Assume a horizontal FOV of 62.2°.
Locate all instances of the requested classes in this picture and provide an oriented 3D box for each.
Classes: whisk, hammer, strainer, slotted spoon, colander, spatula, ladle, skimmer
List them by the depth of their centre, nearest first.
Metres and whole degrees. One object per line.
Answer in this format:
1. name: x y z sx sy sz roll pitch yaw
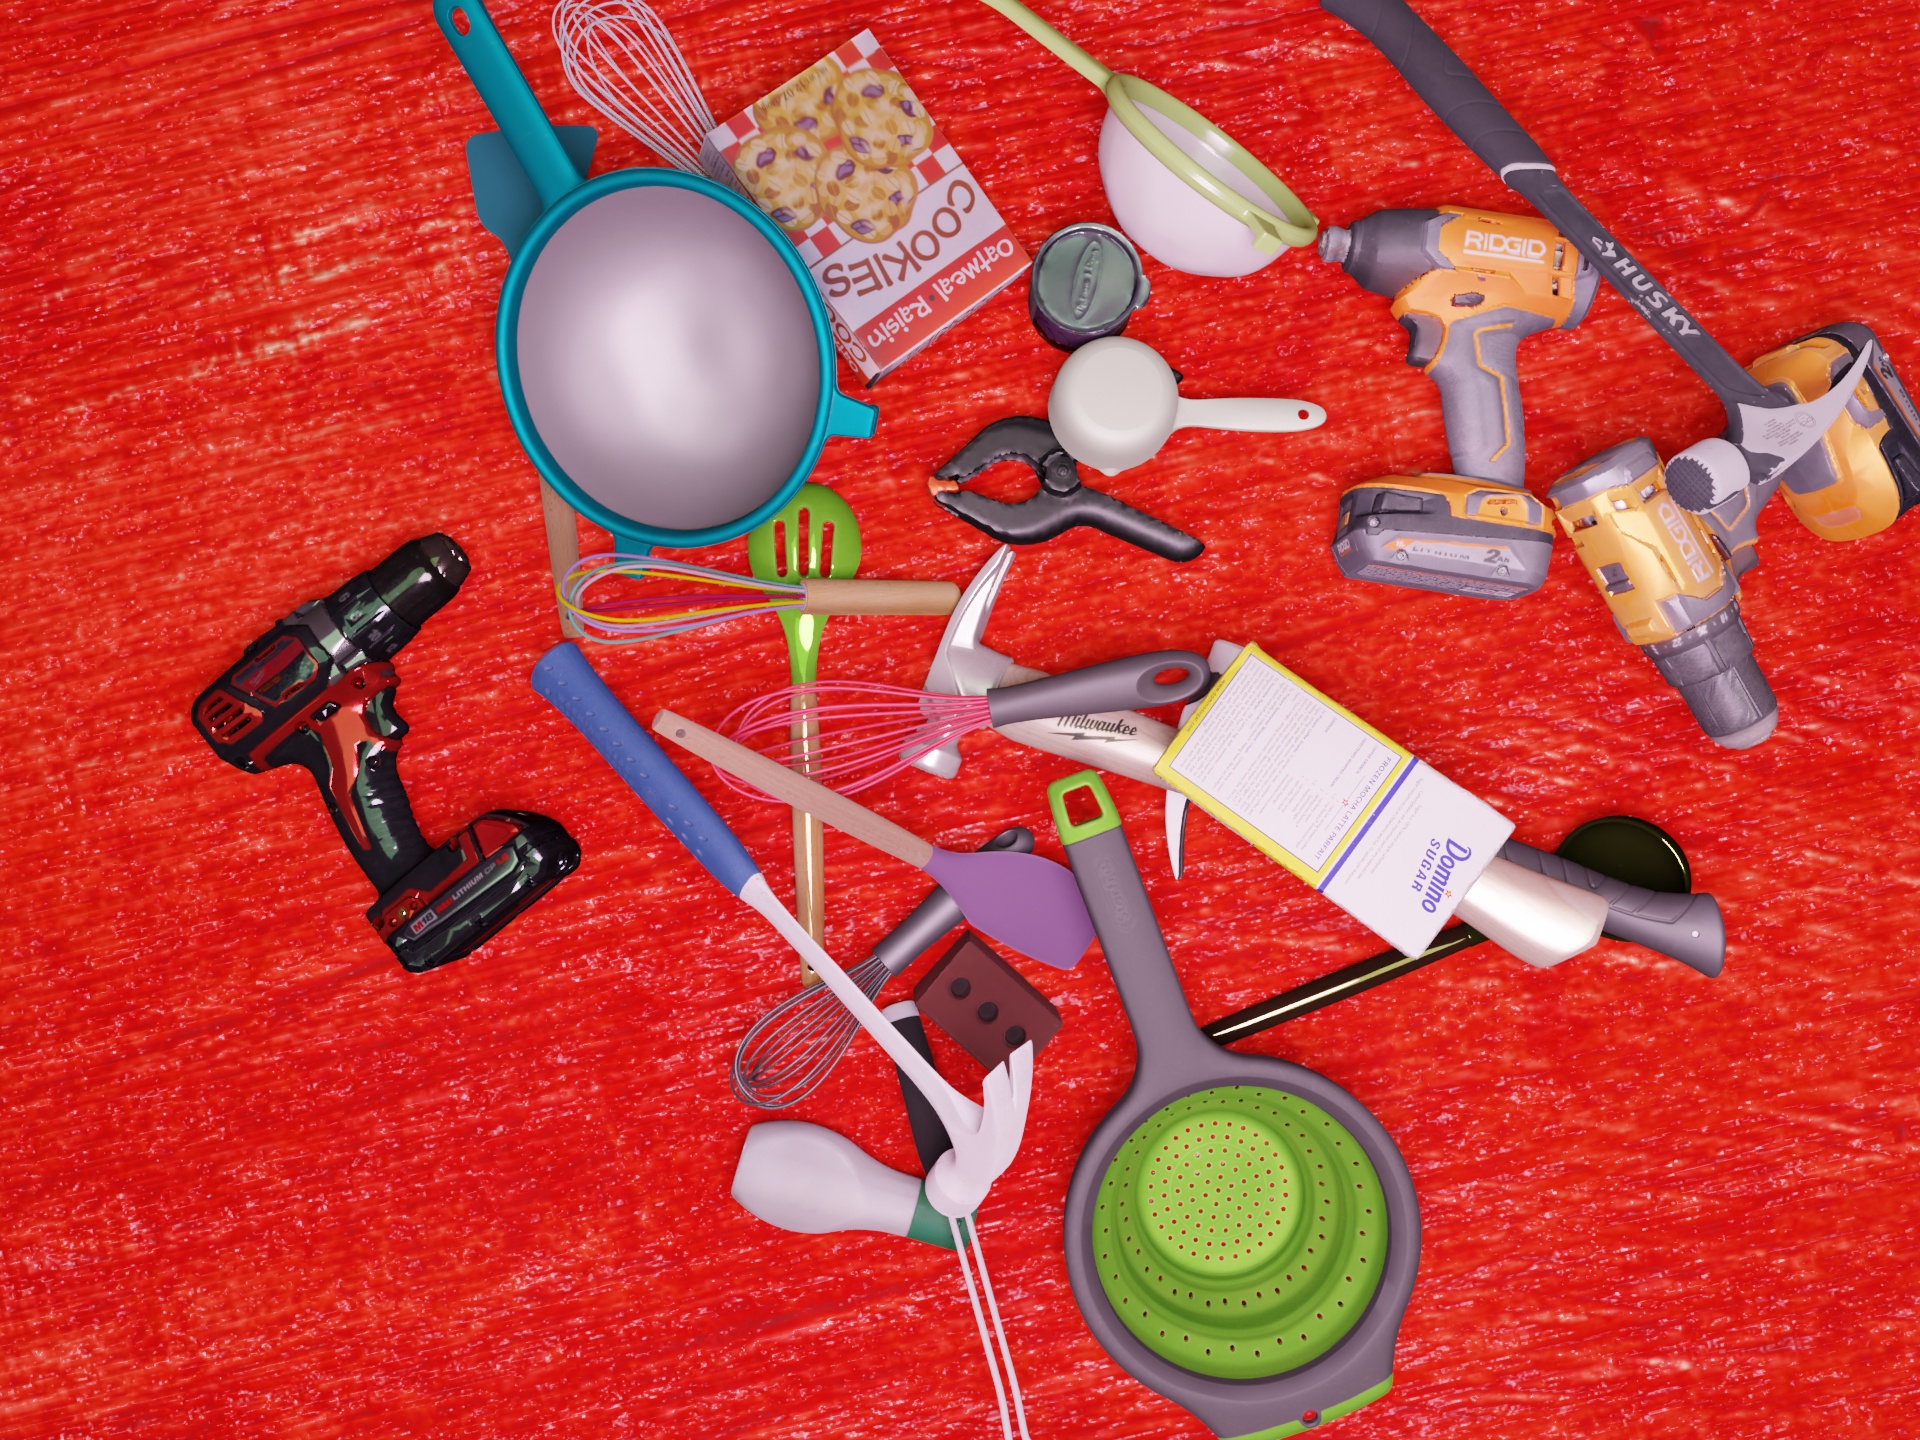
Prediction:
1. skimmer: 0.029 0.327 0.903 0.127 0.090 0.364 -5 67 -33
2. hammer: -0.111 0.098 0.907 0.035 0.144 0.406 -31 67 -37
3. hammer: 0.342 -0.302 0.910 0.149 0.036 0.409 -28 71 -18
4. spatula: -0.039 0.066 0.921 0.315 0.018 0.060 29 95 -27
5. whisk: -0.001 -0.003 0.924 0.296 0.073 0.073 -11 91 4
6. strainer: -0.189 -0.268 0.927 0.211 0.095 0.340 -27 96 24
7. whisk: -0.112 -0.070 0.932 0.245 0.047 0.051 -1 99 -24
8. hammer: 0.174 0.031 0.932 0.411 0.038 0.146 22 90 13
9. strainer: 0.090 -0.339 0.937 0.256 0.151 0.069 39 120 3
10. hammer: 0.281 0.076 0.941 0.335 0.035 0.146 21 92 13
11. colander: 0.132 0.217 0.947 0.204 0.094 0.397 -20 90 0
12. whisk: -0.143 -0.330 0.964 0.070 0.070 0.284 -41 95 1
13. whisk: -0.044 0.148 0.966 0.239 0.055 0.055 -42 90 -7
14. ladle: 0.285 0.142 0.967 0.320 0.062 0.078 -22 86 3
15. slotted spoon: -0.094 0.009 0.981 0.070 0.031 0.314 -1 92 -4
16. spatula: -0.253 -0.210 0.982 0.082 0.044 0.317 -5 95 -1

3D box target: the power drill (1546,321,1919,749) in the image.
1. power drill: 0.463 -0.108 0.918 0.226 0.084 0.185 -32 93 -20

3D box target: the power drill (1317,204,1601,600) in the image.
1. power drill: 0.285 -0.196 0.953 0.164 0.084 0.226 9 86 0

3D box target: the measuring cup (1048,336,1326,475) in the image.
1. measuring cup: 0.136 -0.188 0.941 0.167 0.038 0.083 2 81 0

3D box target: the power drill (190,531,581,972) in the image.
1. power drill: -0.327 0.017 0.959 0.188 0.080 0.227 -39 87 0
